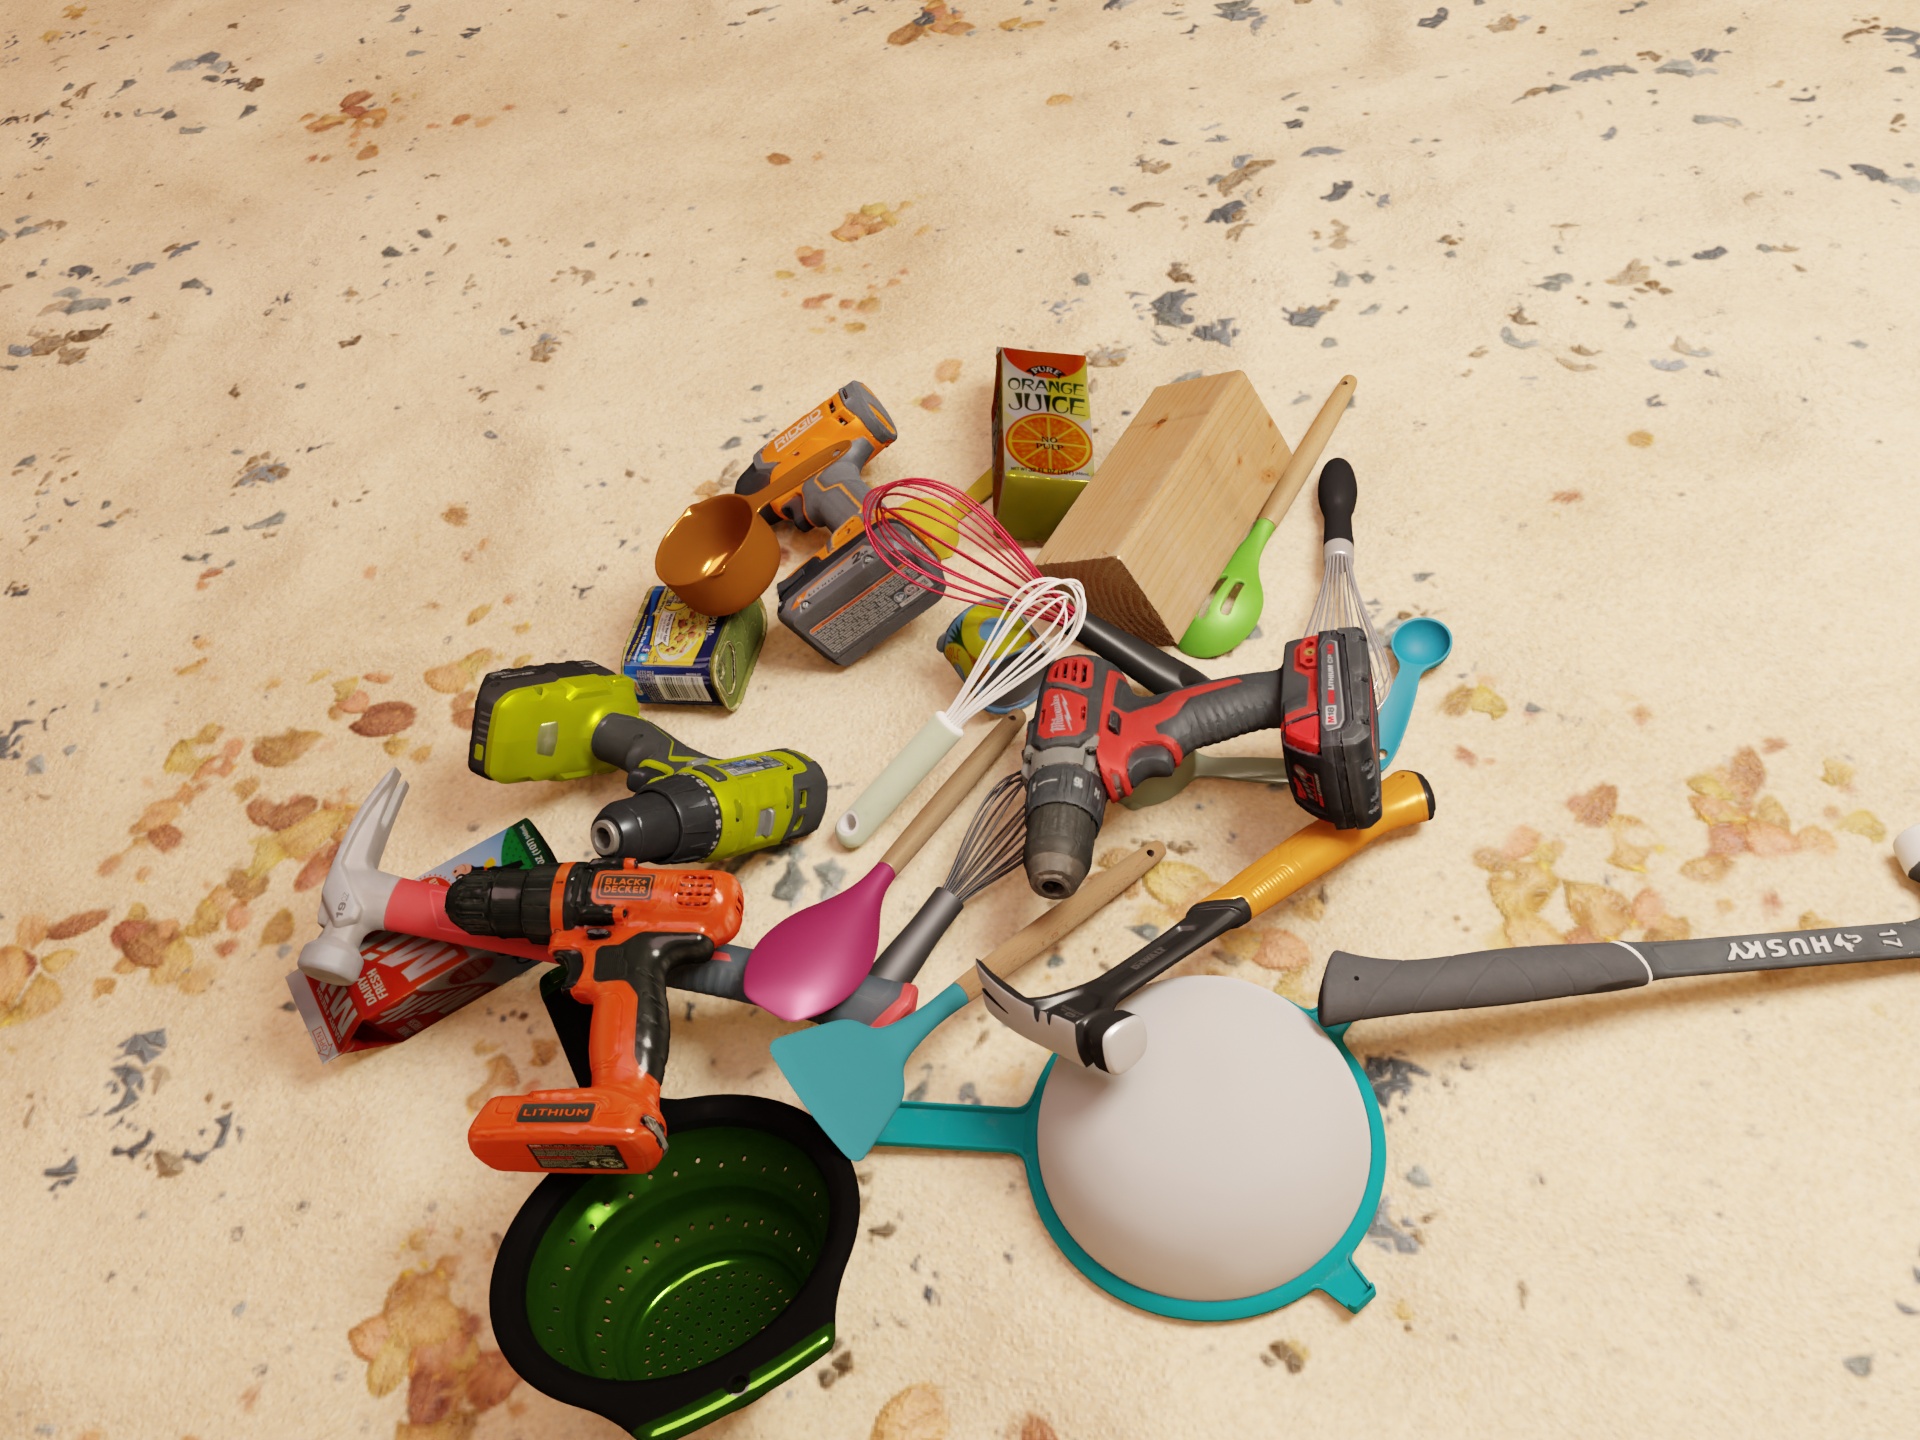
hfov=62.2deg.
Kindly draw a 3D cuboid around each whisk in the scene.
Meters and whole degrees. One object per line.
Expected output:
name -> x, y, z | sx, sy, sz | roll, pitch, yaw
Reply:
whisk -> 0.276, -0.097, 1.158 | 0.070, 0.070, 0.285 | 1, 47, 12
whisk -> -0.002, -0.003, 1.088 | 0.246, 0.059, 0.058 | -47, 59, 12
whisk -> -0.005, 0.120, 1.051 | 0.055, 0.055, 0.239 | 28, 67, 29
whisk -> 0.061, -0.083, 1.119 | 0.296, 0.073, 0.073 | 31, 60, -3

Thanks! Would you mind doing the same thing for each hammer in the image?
hammer -> 0.168, 0.107, 0.972 | 0.337, 0.034, 0.127 | -26, 24, -31
hammer -> -0.214, 0.131, 1.013 | 0.386, 0.038, 0.143 | 10, 64, 6
hammer -> 0.406, 0.143, 0.917 | 0.409, 0.036, 0.149 | -5, 53, -3

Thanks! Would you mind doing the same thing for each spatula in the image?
spatula -> 0.023, 0.152, 0.977 | 0.317, 0.044, 0.082 | -32, 76, -31

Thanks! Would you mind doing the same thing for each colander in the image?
colander -> -0.181, 0.279, 0.945 | 0.204, 0.094, 0.397 | -24, 33, -16

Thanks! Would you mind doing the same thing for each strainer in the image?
strainer -> 0.073, 0.223, 0.919 | 0.340, 0.095, 0.211 | 0, 53, 10

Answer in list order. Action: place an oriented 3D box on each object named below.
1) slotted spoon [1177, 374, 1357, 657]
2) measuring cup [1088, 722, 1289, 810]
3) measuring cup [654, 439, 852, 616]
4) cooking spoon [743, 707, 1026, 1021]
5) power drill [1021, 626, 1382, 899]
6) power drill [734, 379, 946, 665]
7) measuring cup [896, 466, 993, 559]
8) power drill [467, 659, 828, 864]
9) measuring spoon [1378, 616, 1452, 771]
slotted spoon -> 0.245, -0.169, 1.236 | 0.070, 0.031, 0.314 | 16, 56, 28
measuring cup -> 0.168, 0.022, 1.092 | 0.167, 0.038, 0.083 | 4, 53, 17
measuring cup -> -0.142, -0.143, 1.183 | 0.173, 0.052, 0.095 | -34, 44, 3
cooking spoon -> -0.036, 0.083, 1.049 | 0.069, 0.017, 0.319 | 26, 45, 16
power drill -> 0.146, 0.028, 1.004 | 0.227, 0.080, 0.188 | -6, 43, 18
power drill -> -0.109, -0.152, 1.253 | 0.164, 0.084, 0.227 | -34, 46, 15
measuring cup -> 0.003, -0.186, 1.296 | 0.062, 0.029, 0.156 | 34, 67, 31
power drill -> -0.230, 0.034, 1.092 | 0.229, 0.080, 0.190 | 23, 19, 30
measuring spoon -> 0.310, -0.015, 1.111 | 0.042, 0.021, 0.129 | 15, 66, 27
